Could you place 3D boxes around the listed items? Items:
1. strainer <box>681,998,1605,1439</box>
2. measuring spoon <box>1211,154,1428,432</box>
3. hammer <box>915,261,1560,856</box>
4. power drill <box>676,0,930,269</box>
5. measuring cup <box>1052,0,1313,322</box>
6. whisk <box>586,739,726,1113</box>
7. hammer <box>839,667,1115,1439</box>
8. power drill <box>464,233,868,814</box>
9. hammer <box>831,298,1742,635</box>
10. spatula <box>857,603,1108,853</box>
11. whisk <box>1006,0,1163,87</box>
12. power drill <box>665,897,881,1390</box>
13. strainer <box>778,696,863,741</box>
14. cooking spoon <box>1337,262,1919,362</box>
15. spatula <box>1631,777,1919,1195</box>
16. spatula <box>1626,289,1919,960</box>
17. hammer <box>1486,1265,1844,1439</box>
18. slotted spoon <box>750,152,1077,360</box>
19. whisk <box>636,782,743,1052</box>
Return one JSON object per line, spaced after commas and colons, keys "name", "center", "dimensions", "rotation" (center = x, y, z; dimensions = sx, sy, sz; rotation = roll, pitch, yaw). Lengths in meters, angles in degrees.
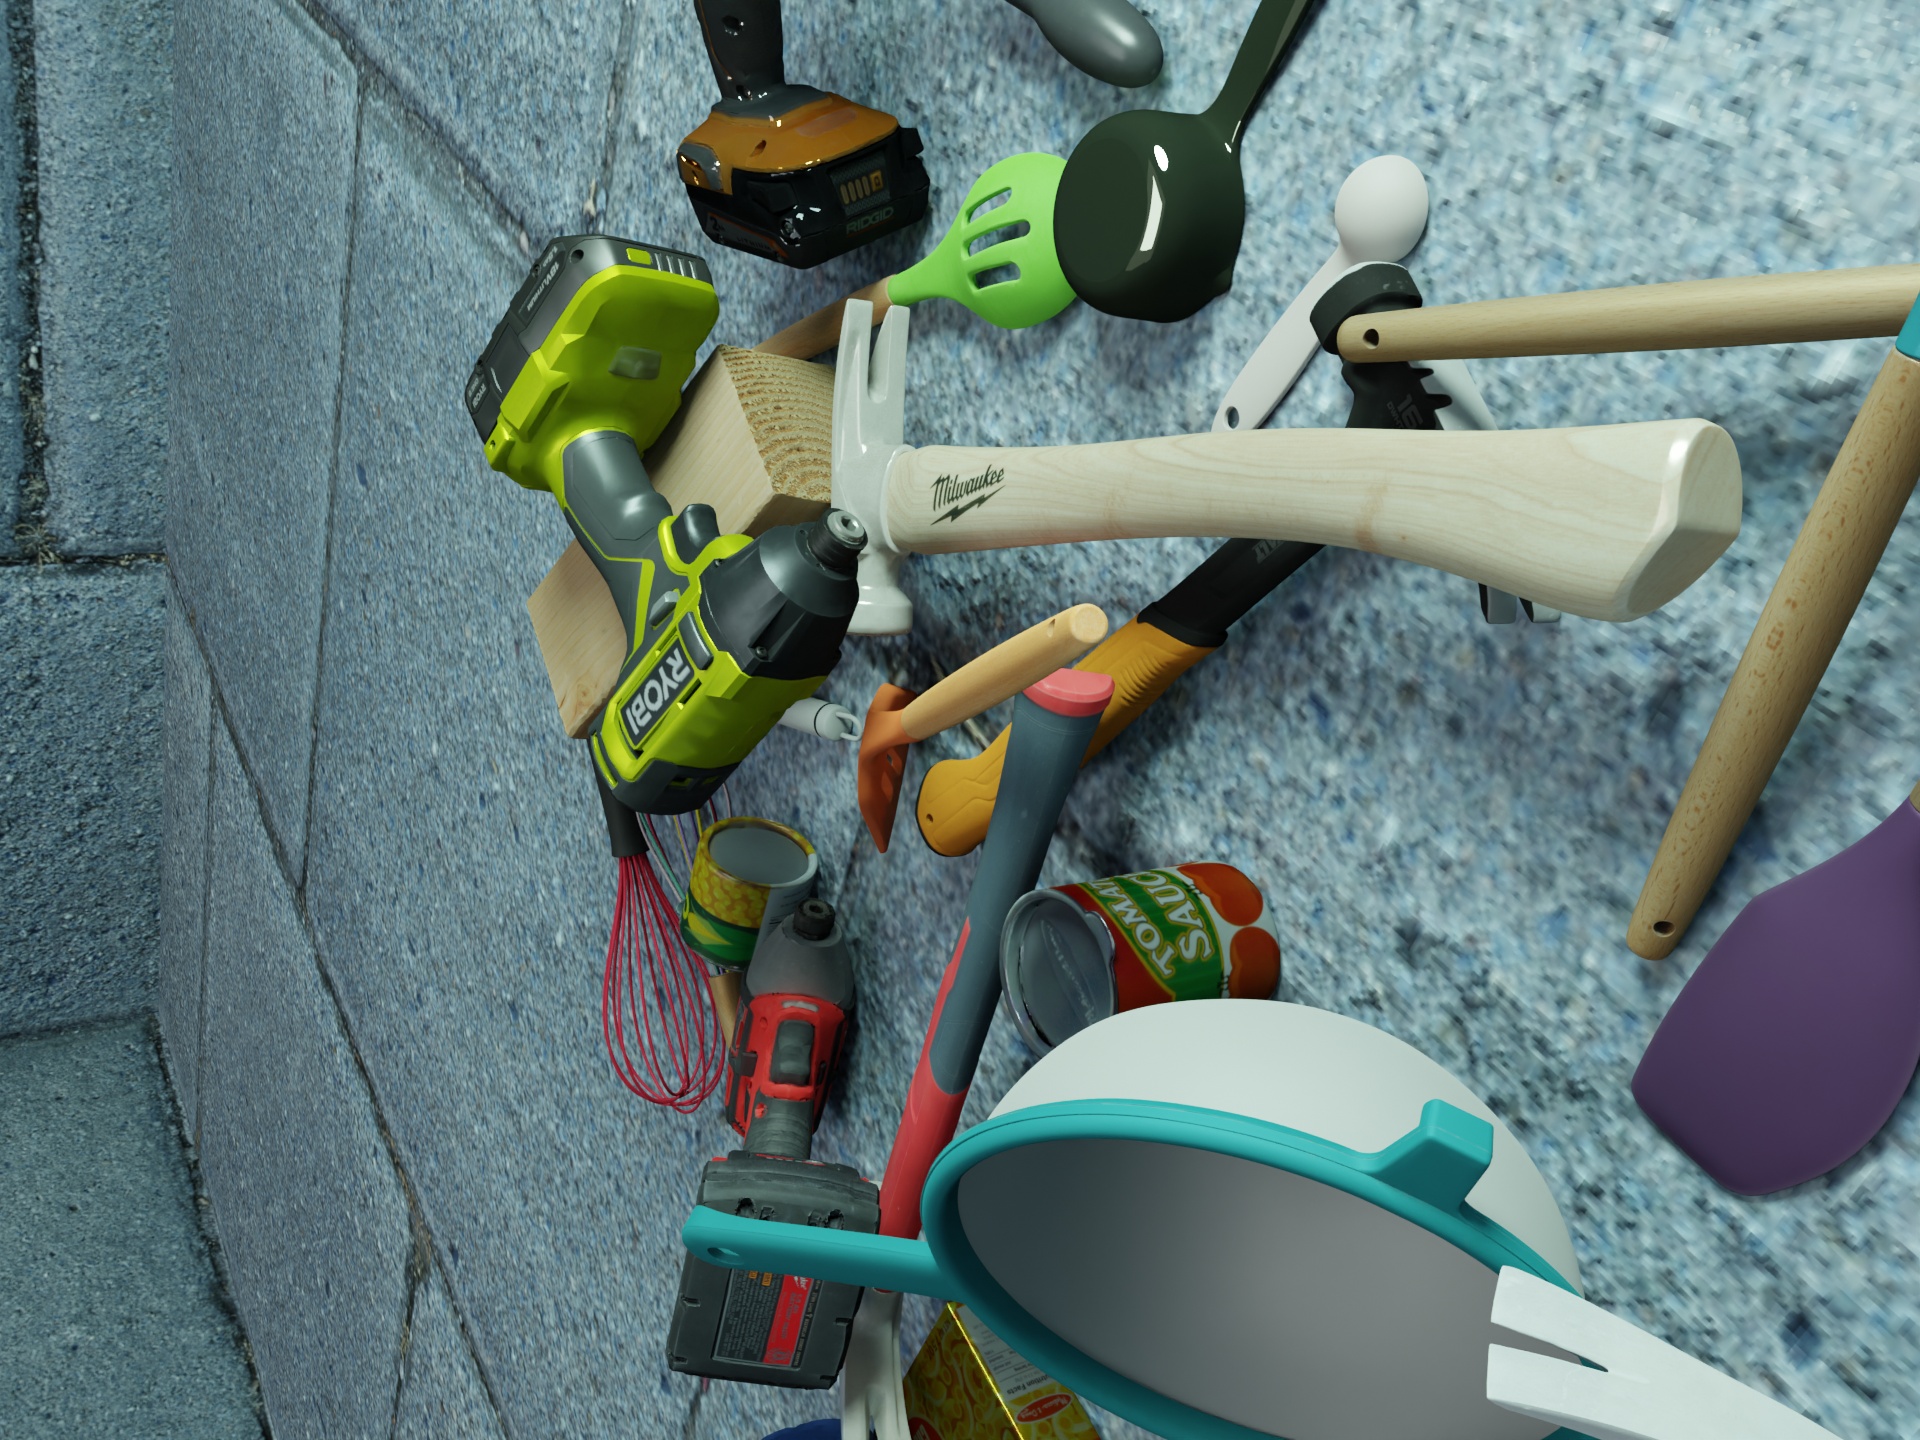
{"name": "strainer", "center": [0.049, 0.159, 0.542], "dimensions": [0.340, 0.095, 0.210], "rotation": [-7, 129, 35]}
{"name": "measuring spoon", "center": [0.115, -0.138, 0.546], "dimensions": [0.034, 0.018, 0.124], "rotation": [63, 141, 27]}
{"name": "hammer", "center": [0.075, -0.017, 0.610], "dimensions": [0.336, 0.034, 0.127], "rotation": [-43, 60, 49]}
{"name": "power drill", "center": [-0.080, -0.315, 0.675], "dimensions": [0.185, 0.084, 0.226], "rotation": [33, 146, 48]}
{"name": "measuring cup", "center": [0.082, -0.217, 0.562], "dimensions": [0.083, 0.038, 0.167], "rotation": [61, 141, 29]}
{"name": "whisk", "center": [-0.196, 0.098, 0.959], "dimensions": [0.073, 0.073, 0.296], "rotation": [2, 104, 55]}
{"name": "hammer", "center": [-0.002, 0.148, 0.670], "dimensions": [0.143, 0.038, 0.386], "rotation": [-97, 19, -55]}
{"name": "power drill", "center": [-0.126, -0.095, 0.689], "dimensions": [0.171, 0.080, 0.223], "rotation": [-45, 62, 36]}
{"name": "hammer", "center": [0.067, -0.090, 0.551], "dimensions": [0.411, 0.038, 0.146], "rotation": [11, 101, 55]}
{"name": "spatula", "center": [-0.001, -0.002, 0.617], "dimensions": [0.322, 0.041, 0.081], "rotation": [152, 130, -71]}
{"name": "whisk", "center": [-0.008, -0.332, 0.662], "dimensions": [0.285, 0.070, 0.070], "rotation": [50, 133, 32]}
{"name": "power drill", "center": [-0.085, 0.194, 0.771], "dimensions": [0.220, 0.078, 0.143], "rotation": [-95, 18, -62]}
{"name": "strainer", "center": [-0.133, -0.018, 0.902], "dimensions": [0.259, 0.050, 0.086], "rotation": [16, 116, 47]}
{"name": "cooking spoon", "center": [0.225, -0.099, 0.371], "dimensions": [0.319, 0.017, 0.068], "rotation": [10, 115, 47]}
{"name": "spatula", "center": [0.243, 0.003, 0.368], "dimensions": [0.060, 0.018, 0.315], "rotation": [48, 138, 38]}
{"name": "spatula", "center": [0.209, -0.055, 0.362], "dimensions": [0.082, 0.044, 0.317], "rotation": [15, 127, 13]}
{"name": "hammer", "center": [0.104, 0.266, 0.523], "dimensions": [0.144, 0.035, 0.405], "rotation": [35, 139, -10]}
{"name": "slotted spoon", "center": [-0.042, -0.195, 0.757], "dimensions": [0.314, 0.031, 0.070], "rotation": [-3, 95, 57]}
{"name": "whisk", "center": [-0.142, 0.125, 0.923], "dimensions": [0.047, 0.051, 0.245], "rotation": [-17, 87, 35]}
